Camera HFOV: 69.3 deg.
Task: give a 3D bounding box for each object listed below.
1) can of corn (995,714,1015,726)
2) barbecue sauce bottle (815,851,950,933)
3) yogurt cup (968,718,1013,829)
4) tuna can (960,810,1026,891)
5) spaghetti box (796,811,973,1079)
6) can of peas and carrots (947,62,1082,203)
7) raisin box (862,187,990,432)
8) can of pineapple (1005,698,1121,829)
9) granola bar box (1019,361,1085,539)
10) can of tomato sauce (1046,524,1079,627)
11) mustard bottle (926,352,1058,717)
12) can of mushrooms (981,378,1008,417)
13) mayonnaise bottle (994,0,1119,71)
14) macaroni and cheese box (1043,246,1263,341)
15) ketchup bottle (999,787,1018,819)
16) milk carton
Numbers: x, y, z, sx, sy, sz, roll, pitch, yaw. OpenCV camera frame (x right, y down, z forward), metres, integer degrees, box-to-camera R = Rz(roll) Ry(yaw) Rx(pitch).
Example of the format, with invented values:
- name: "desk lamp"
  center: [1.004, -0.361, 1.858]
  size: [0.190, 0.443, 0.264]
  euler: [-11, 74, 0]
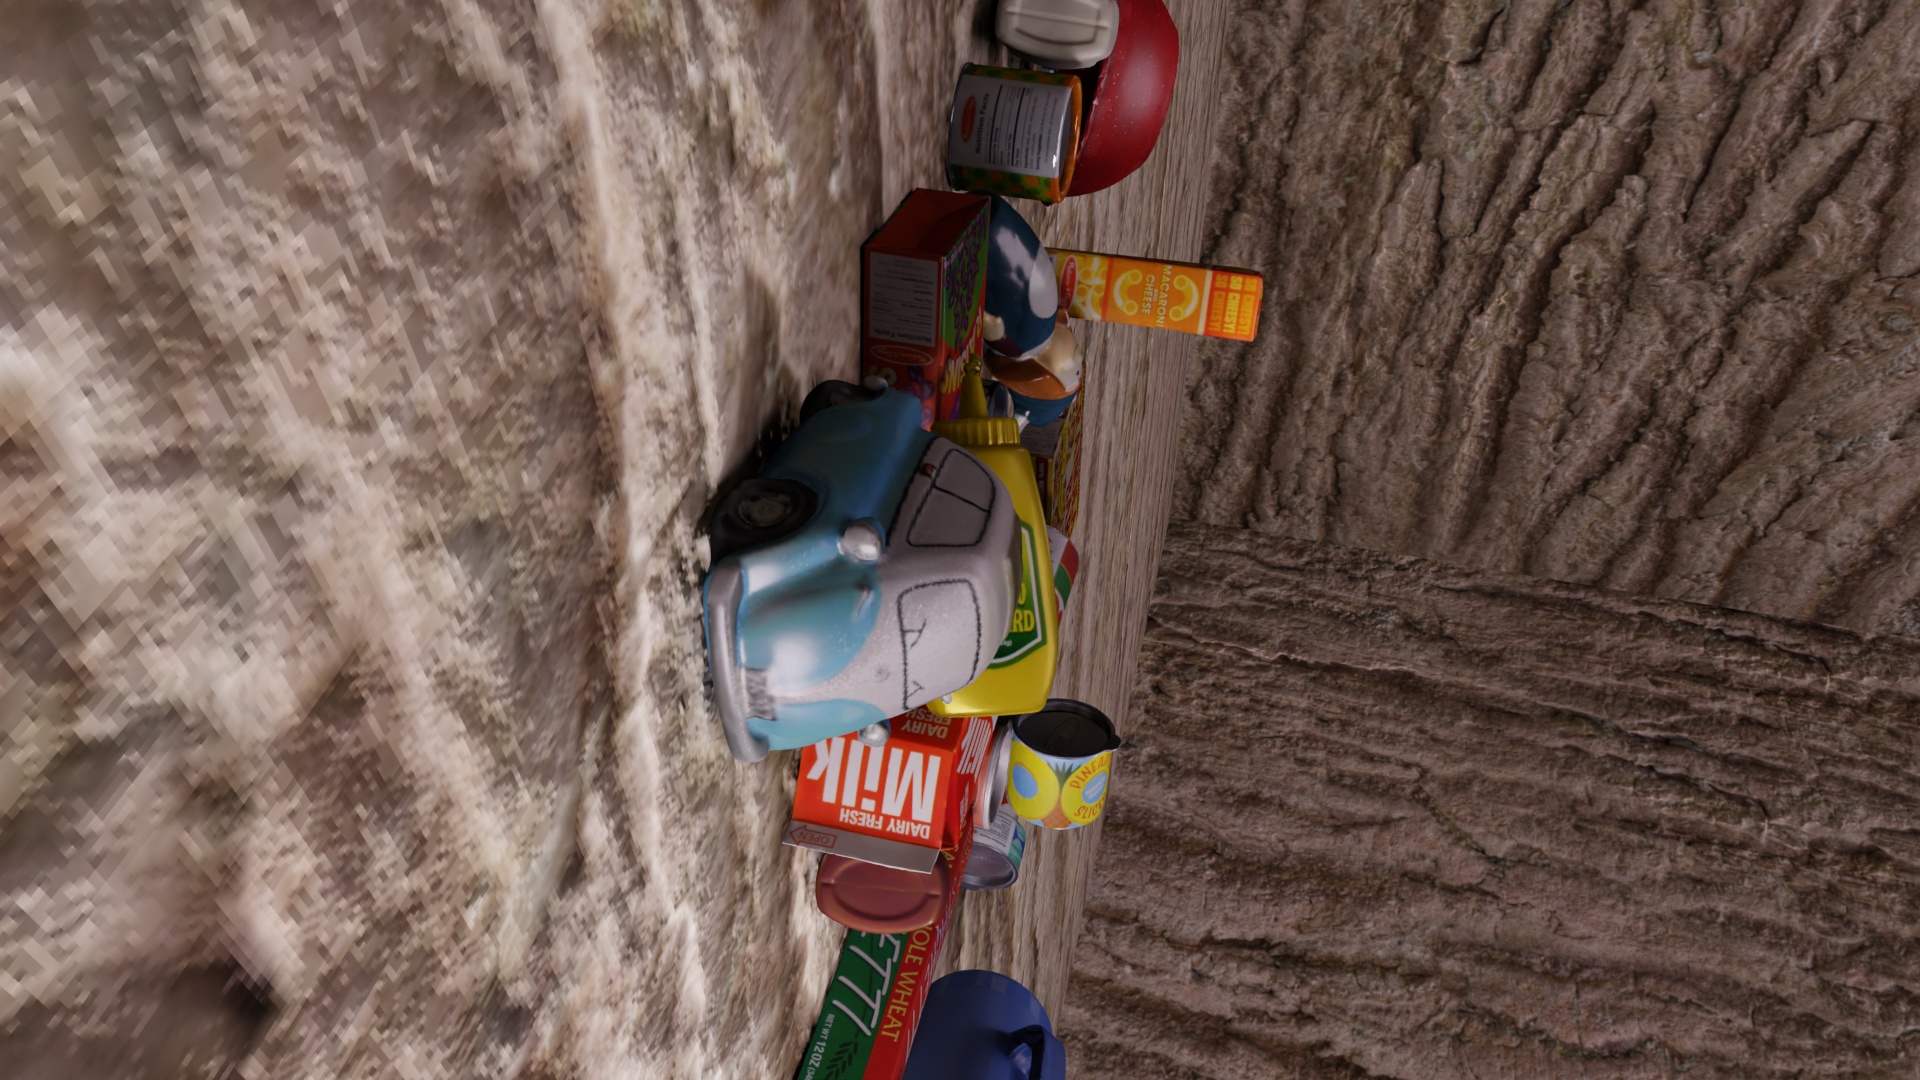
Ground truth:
- name: "can of corn"
  center: [0.024, 0.108, 0.953]
  size: [0.058, 0.071, 0.070]
  euler: [-65, 161, -52]
- name: "barbecue sauce bottle"
  center: [-0.037, 0.174, 0.726]
  size: [0.148, 0.065, 0.044]
  euler: [84, 12, -82]
- name: "yogurt cup"
  center: [0.001, 0.149, 0.902]
  size: [0.072, 0.054, 0.072]
  euler: [8, 92, -79]
- name: "tuna can"
  center: [0.012, 0.219, 0.990]
  size: [0.070, 0.071, 0.033]
  euler: [87, 16, -48]
- name: "spaghetti box"
  center: [-0.045, 0.249, 0.769]
  size: [0.251, 0.050, 0.028]
  euler: [-69, 165, -46]
- name: "can of peas and carrots"
  center: [0.030, -0.213, 0.728]
  size: [0.071, 0.059, 0.071]
  euler: [8, 92, -79]
- name: "raisin box"
  center: [-0.015, -0.093, 0.655]
  size: [0.086, 0.040, 0.122]
  euler: [-65, 162, -56]
- name: "can of pineapple"
  center: [0.065, 0.144, 0.896]
  size: [0.071, 0.071, 0.057]
  euler: [-60, 157, -60]
- name: "granola bar box"
  center: [0.067, -0.045, 1.113]
  size: [0.164, 0.039, 0.125]
  euler: [88, 16, -44]
- name: "can of tomato sauce"
  center: [0.045, 0.039, 0.999]
  size: [0.083, 0.071, 0.070]
  euler: [-67, 163, -47]
- name: "mustard bottle"
  center: [0.007, -0.004, 0.613]
  size: [0.049, 0.065, 0.160]
  euler: [175, -88, -79]
- name: "can of mushrooms"
  center: [0.005, -0.062, 0.799]
  size: [0.071, 0.033, 0.071]
  euler: [7, 92, -79]
- name: "mayonnaise bottle"
  center: [0.053, -0.287, 0.780]
  size: [0.148, 0.065, 0.041]
  euler: [-79, 178, -73]
- name: "macaroni and cheese box"
  center: [0.094, -0.150, 0.825]
  size: [0.124, 0.166, 0.040]
  euler: [-39, 137, -74]
- name: "ketchup bottle"
  center: [0.030, 0.174, 1.101]
  size: [0.148, 0.043, 0.065]
  euler: [88, 17, -45]
- name: "milk carton"
  center: [-0.023, 0.080, 0.681]
  size: [0.192, 0.072, 0.073]
  euler: [-69, 164, -48]
